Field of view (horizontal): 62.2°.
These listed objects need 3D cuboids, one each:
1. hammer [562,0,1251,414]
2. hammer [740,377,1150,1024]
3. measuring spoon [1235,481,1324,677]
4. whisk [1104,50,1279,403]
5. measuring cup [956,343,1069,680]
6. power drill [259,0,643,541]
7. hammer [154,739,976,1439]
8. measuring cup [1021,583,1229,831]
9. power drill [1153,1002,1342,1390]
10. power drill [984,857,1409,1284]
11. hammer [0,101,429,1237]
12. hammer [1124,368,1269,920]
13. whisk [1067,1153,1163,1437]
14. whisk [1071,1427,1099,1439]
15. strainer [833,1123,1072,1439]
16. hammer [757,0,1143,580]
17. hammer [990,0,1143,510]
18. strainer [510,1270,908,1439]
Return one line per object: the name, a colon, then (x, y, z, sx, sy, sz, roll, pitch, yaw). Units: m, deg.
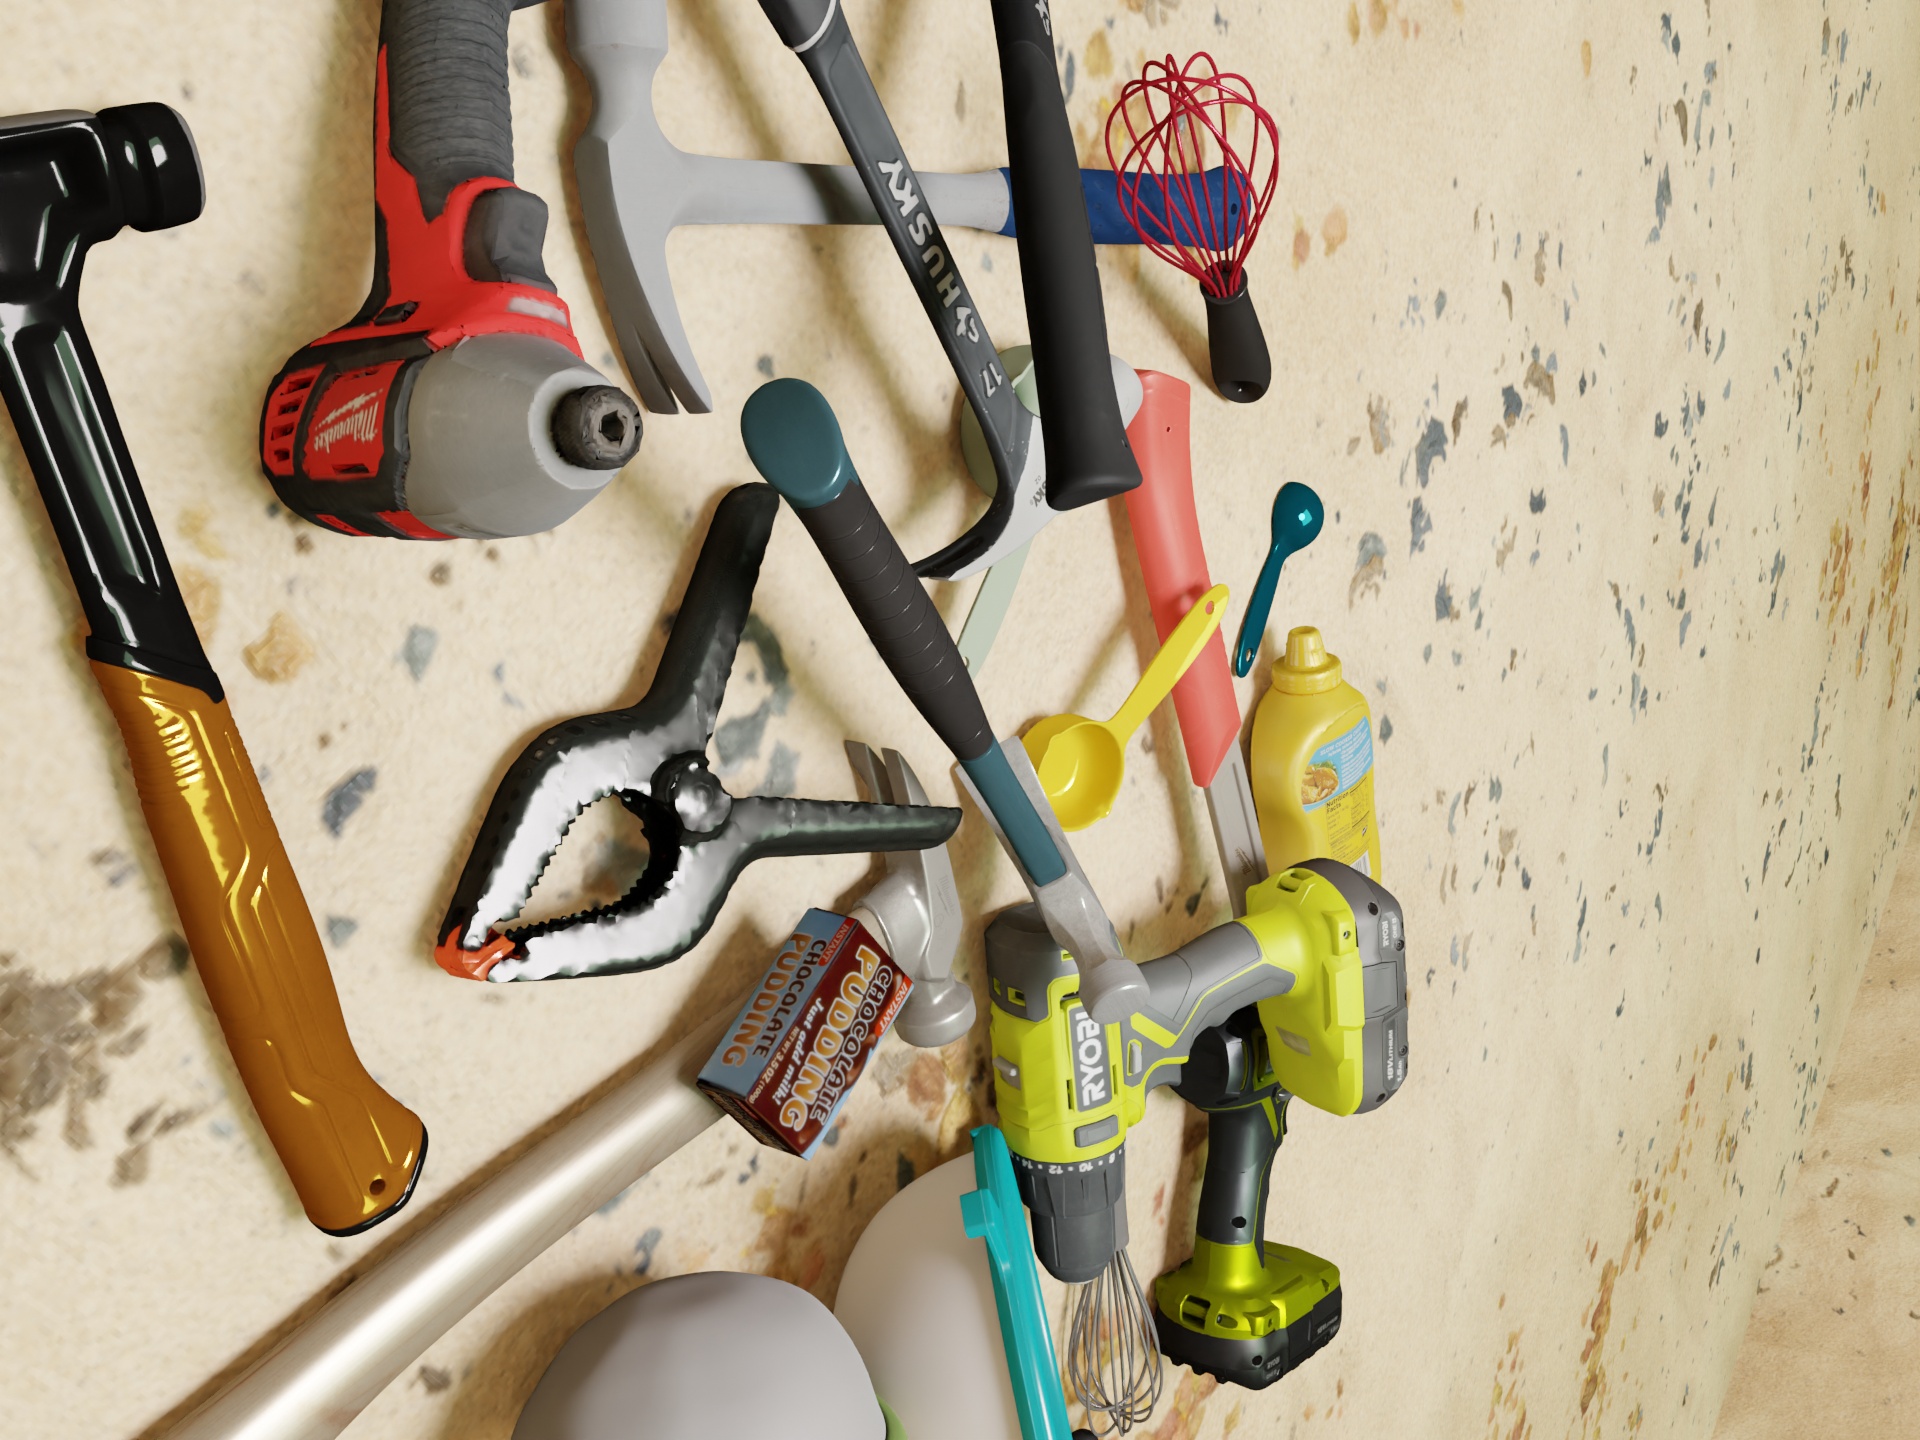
hammer: (0.007, -0.216, 0.679, 0.405, 0.035, 0.144, -18, 112, -47)
hammer: (-0.001, -0.002, 0.619, 0.033, 0.128, 0.330, -29, 140, 2)
measuring spoon: (0.191, -0.082, 0.943, 0.042, 0.021, 0.129, 37, 68, -48)
whisk: (0.121, -0.216, 0.748, 0.295, 0.073, 0.073, 40, 66, -70)
measuring cup: (0.016, -0.092, 0.719, 0.083, 0.038, 0.167, 30, 79, -49)
power drill: (-0.129, -0.159, 0.442, 0.078, 0.143, 0.219, 7, 90, -48)
hammer: (-0.141, 0.156, 0.580, 0.410, 0.038, 0.146, -34, 122, -41)
measuring cup: (0.081, -0.012, 0.797, 0.156, 0.029, 0.062, -50, 129, -16)
power drill: (0.185, 0.272, 0.974, 0.171, 0.080, 0.223, -3, 97, -49)
power drill: (0.120, 0.173, 0.824, 0.228, 0.080, 0.190, -11, 102, -27)
hammer: (-0.225, 0.011, 0.446, 0.127, 0.034, 0.336, -34, 123, -43)
hammer: (0.122, -0.011, 0.849, 0.149, 0.037, 0.358, -27, 115, -21)
whisk: (0.079, 0.286, 0.874, 0.055, 0.055, 0.239, -19, 108, -47)
whisk: (0.031, 0.532, 0.860, 0.070, 0.070, 0.285, 36, 65, -48)
strainer: (0.007, 0.352, 0.679, 0.211, 0.095, 0.340, 77, 2, -84)
hammer: (-0.048, -0.226, 0.555, 0.149, 0.036, 0.408, -55, 133, -28)
hammer: (0.025, -0.230, 0.586, 0.146, 0.035, 0.335, 27, 53, -58)
strainer: (-0.057, 0.237, 0.533, 0.151, 0.256, 0.069, -3, 89, -46)
